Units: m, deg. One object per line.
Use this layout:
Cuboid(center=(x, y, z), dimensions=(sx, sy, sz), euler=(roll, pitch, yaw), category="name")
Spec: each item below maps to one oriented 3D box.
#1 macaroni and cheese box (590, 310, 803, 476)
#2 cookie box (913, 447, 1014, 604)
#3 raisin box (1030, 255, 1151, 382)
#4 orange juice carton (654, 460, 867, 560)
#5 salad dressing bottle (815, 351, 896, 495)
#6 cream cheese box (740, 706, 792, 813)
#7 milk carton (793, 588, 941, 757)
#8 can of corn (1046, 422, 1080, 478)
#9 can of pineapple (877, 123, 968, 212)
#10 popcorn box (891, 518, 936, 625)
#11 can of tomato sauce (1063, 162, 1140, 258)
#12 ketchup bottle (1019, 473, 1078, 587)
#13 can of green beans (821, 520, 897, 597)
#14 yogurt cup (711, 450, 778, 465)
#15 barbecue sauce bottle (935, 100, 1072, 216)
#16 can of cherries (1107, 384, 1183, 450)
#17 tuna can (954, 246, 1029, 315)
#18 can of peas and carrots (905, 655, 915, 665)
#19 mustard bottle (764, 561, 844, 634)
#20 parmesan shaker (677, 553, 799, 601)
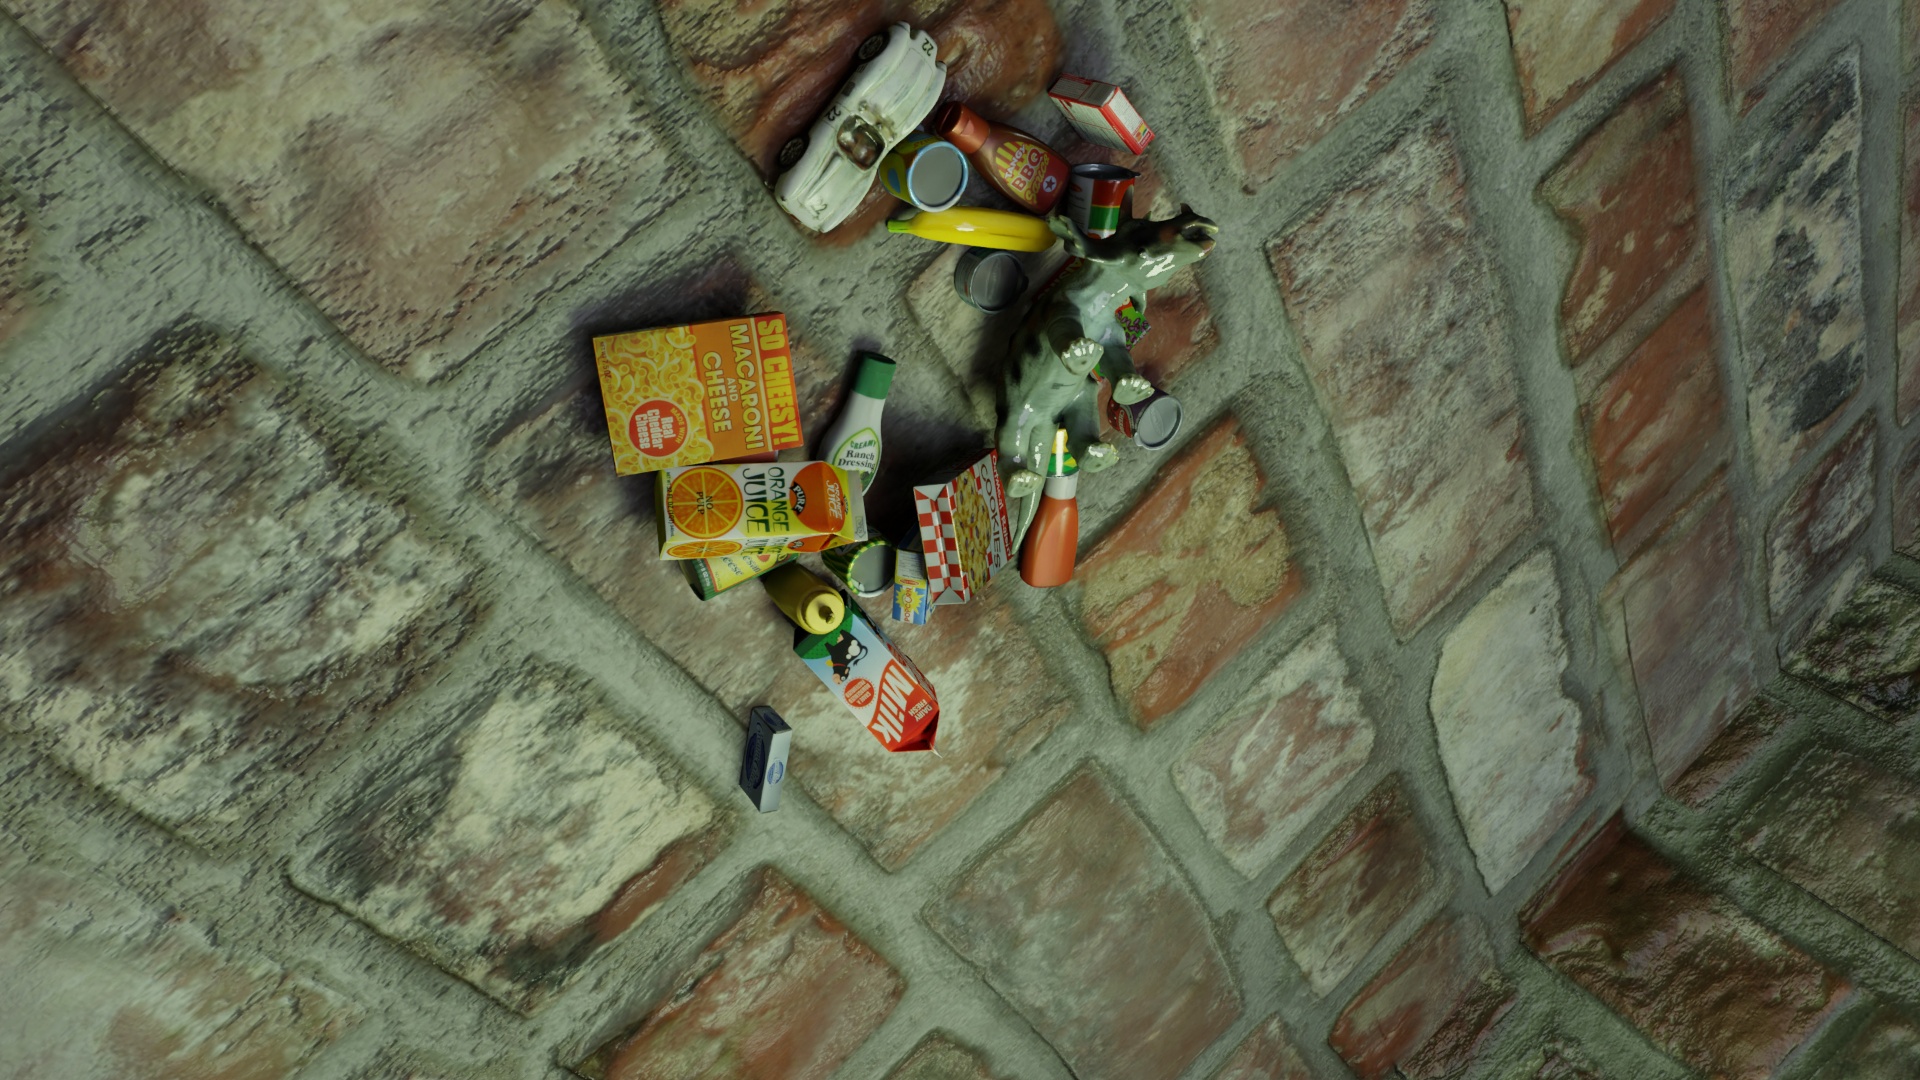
Cuboid(center=(-0.233, -0.133, 1.233), dimensions=(0.167, 0.040, 0.123), euler=(-11, 104, -16), category="macaroni and cheese box")
Cuboid(center=(0.005, -0.018, 1.430), dimensions=(0.168, 0.040, 0.122), euler=(-40, 123, -65), category="cookie box")
Cuboid(center=(0.141, -0.242, 1.485), dimensions=(0.086, 0.040, 0.123), euler=(-46, 132, -4), category="raisin box")
Cuboid(center=(-0.184, -0.029, 1.295), dimensions=(0.193, 0.073, 0.072), euler=(-3, 76, -17), category="orange juice carton")
Cuboid(center=(-0.102, -0.113, 1.380), dimensions=(0.064, 0.044, 0.147), euler=(5, 111, -36), category="salad dressing bottle")
Cuboid(center=(-0.210, 0.235, 1.493), dimensions=(0.024, 0.053, 0.103), euler=(-4, 117, -36), category="cream cheese box")
Cuboid(center=(-0.085, 0.149, 1.450), dimensions=(0.073, 0.072, 0.190), euler=(-40, 104, 3), category="milk carton")
Cuboid(center=(0.104, -0.109, 1.515), dimensions=(0.071, 0.071, 0.058), euler=(-18, 124, -27), category="can of corn")
Cuboid(center=(-0.035, -0.345, 1.287), dimensions=(0.071, 0.058, 0.070), euler=(-17, 124, -27), category="can of pineapple")
Cuboid(center=(-0.034, 0.022, 1.461), dimensions=(0.127, 0.038, 0.084), euler=(-57, 154, -60), category="popcorn box")
Cuboid(center=(0.143, -0.335, 1.415), dimensions=(0.071, 0.071, 0.082), euler=(-14, 123, -29), category="can of tomato sauce")
Cuboid(center=(0.107, -0.021, 1.583), dimensions=(0.065, 0.043, 0.148), euler=(-10, 120, -33), category="ketchup bottle")
Cuboid(center=(-0.102, 0.018, 1.444), dimensions=(0.071, 0.058, 0.071), euler=(-17, 124, -27), category="can of green beans")
Cuboid(center=(-0.206, -0.096, 1.303), dimensions=(0.054, 0.072, 0.072), euler=(-7, 119, -23), category="yogurt cup")
Cuboid(center=(0.040, -0.371, 1.336), dimensions=(0.148, 0.044, 0.064), euler=(22, 101, -41), category="barbecue sauce bottle")
Cuboid(center=(0.207, -0.143, 1.576), dimensions=(0.072, 0.058, 0.071), euler=(-18, 125, -27), category="can of cherries")
Cuboid(center=(0.031, -0.263, 1.398), dimensions=(0.071, 0.033, 0.070), euler=(-17, 124, -27), category="tuna can")
Cuboid(center=(-0.089, 0.148, 1.524), dimensions=(0.071, 0.071, 0.058), euler=(28, 98, -42), category="can of peas and carrots")
Cuboid(center=(-0.146, 0.061, 1.364), dimensions=(0.049, 0.160, 0.065), euler=(-46, 114, -9), category="mustard bottle")
Cuboid(center=(-0.216, 0.012, 1.351), dimensions=(0.103, 0.071, 0.071), euler=(-26, 128, -22), category="parmesan shaker")
